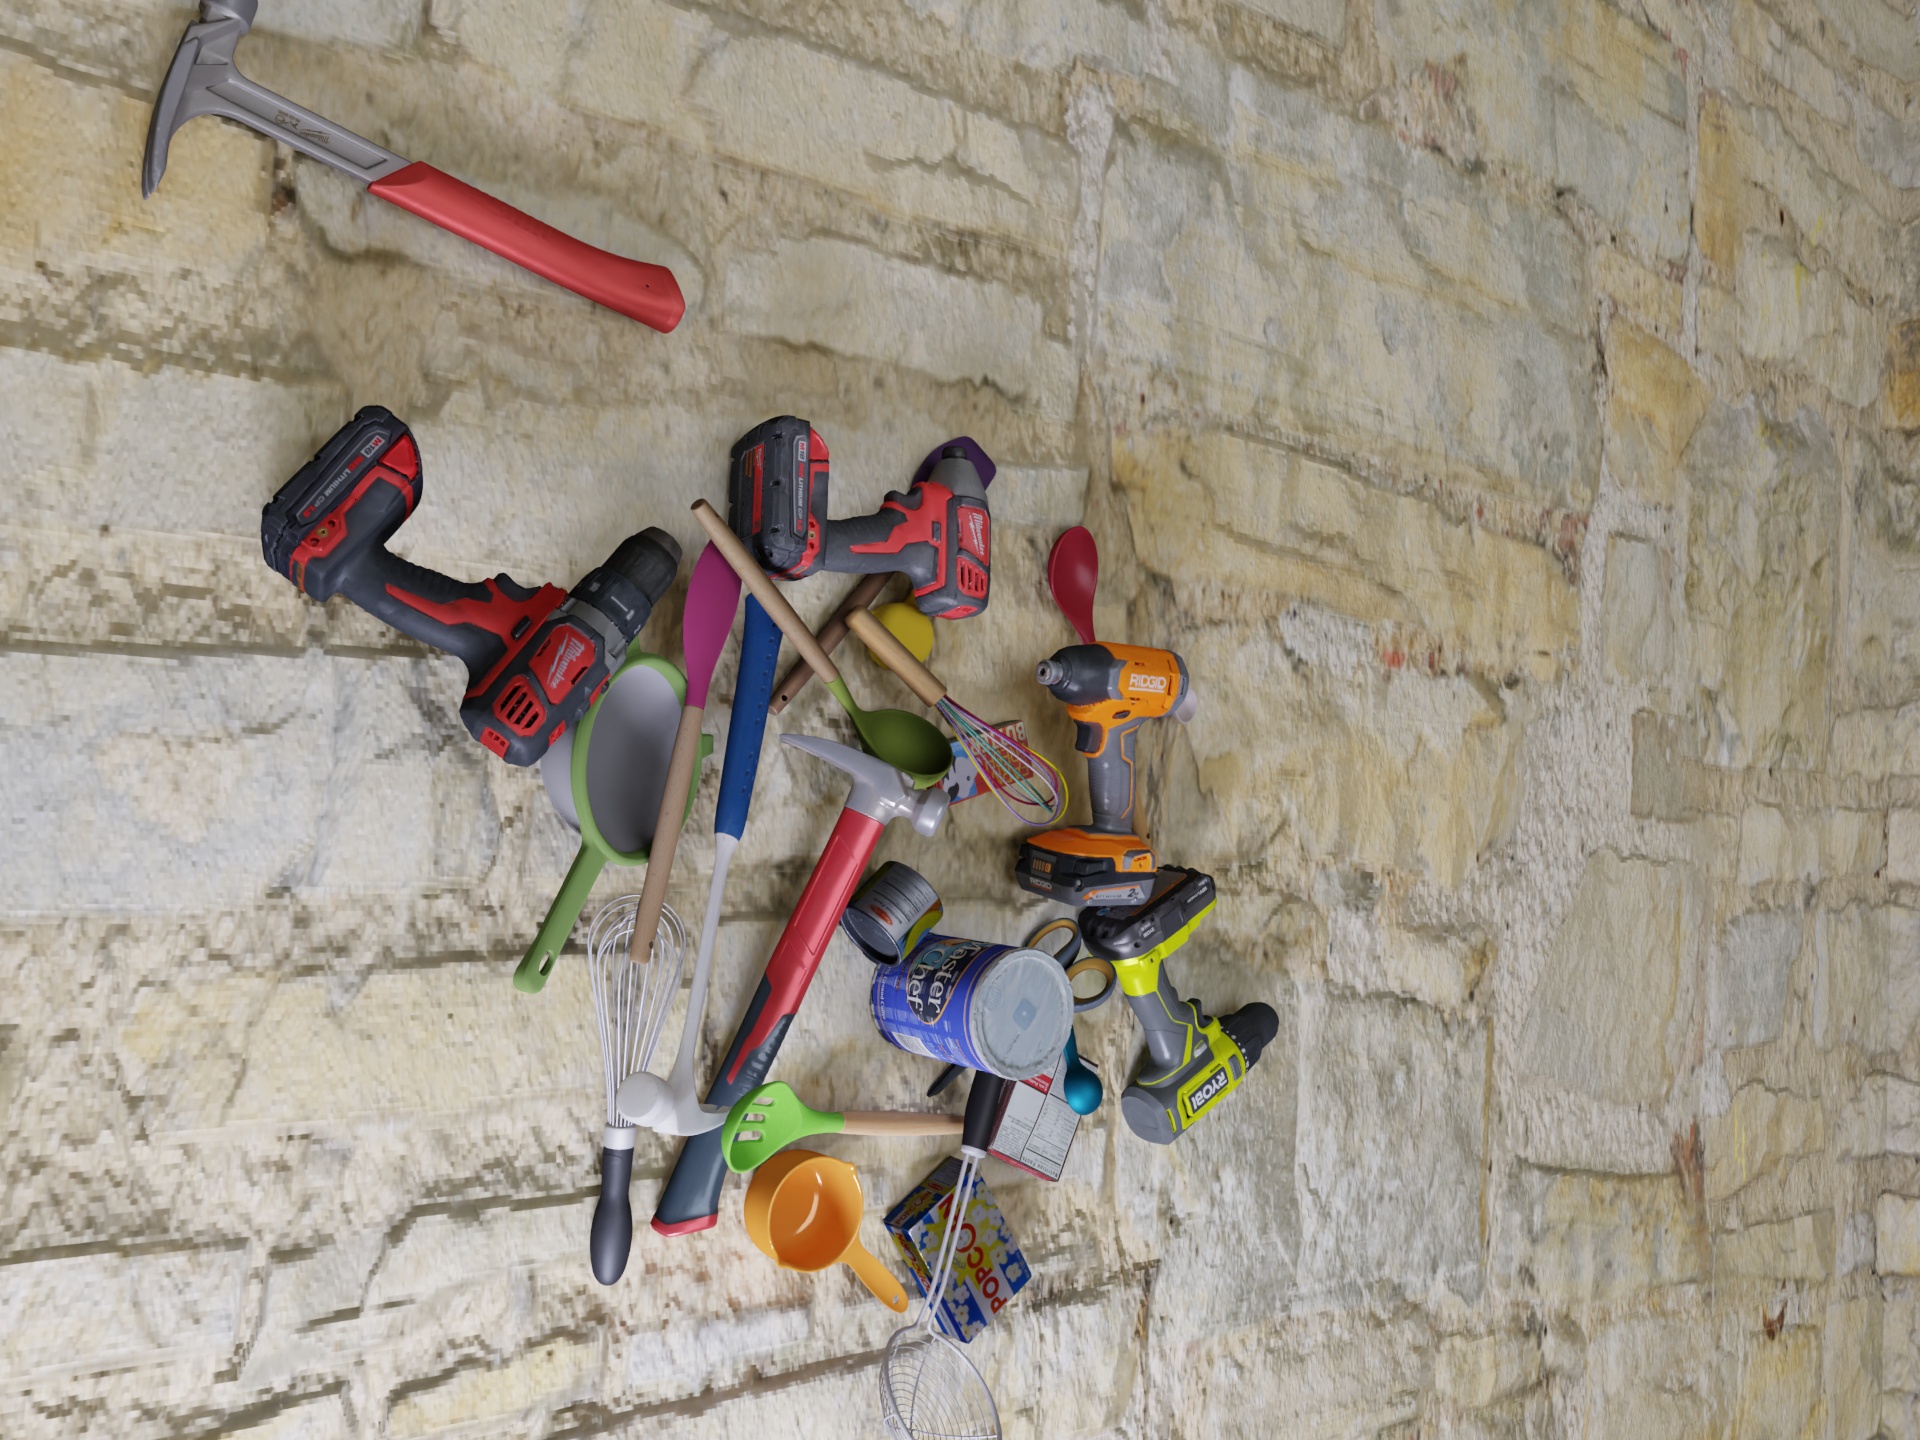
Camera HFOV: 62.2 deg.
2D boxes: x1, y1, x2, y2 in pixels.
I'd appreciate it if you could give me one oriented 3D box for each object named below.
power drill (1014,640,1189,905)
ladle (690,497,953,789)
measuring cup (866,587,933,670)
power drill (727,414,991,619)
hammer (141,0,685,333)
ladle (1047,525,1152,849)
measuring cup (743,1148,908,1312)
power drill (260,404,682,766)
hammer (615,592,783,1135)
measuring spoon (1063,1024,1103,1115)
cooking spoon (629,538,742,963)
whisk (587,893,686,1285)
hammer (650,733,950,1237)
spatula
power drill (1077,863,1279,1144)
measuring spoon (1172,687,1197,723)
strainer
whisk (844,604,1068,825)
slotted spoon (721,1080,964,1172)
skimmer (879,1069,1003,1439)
[{"bbox_3d":[0.114,0.043,1.386,0.164,0.084,0.226,5,95,-43],"label":"power drill"},{"bbox_3d":[-0.102,-0.056,1.219,0.319,0.062,0.078,54,17,-38],"label":"ladle"},{"bbox_3d":[-0.024,-0.109,1.337,0.062,0.029,0.156,44,66,-29],"label":"measuring cup"},{"bbox_3d":[-0.070,-0.165,1.263,0.219,0.078,0.143,8,78,-35],"label":"power drill"},{"bbox_3d":[-0.353,-0.345,1.083,0.358,0.037,0.149,21,77,-35],"label":"hammer"},{"bbox_3d":[0.132,-0.025,1.461,0.069,0.031,0.315,-29,108,-41],"label":"ladle"},{"bbox_3d":[-0.103,0.409,1.255,0.095,0.052,0.173,-50,119,-27],"label":"measuring cup"},{"bbox_3d":[-0.311,-0.102,1.035,0.226,0.080,0.188,38,65,-7],"label":"power drill"},{"bbox_3d":[-0.173,0.099,1.168,0.144,0.035,0.406,59,35,-64],"label":"hammer"},{"bbox_3d":[0.101,0.279,1.389,0.042,0.021,0.129,5,67,-47],"label":"measuring spoon"},{"bbox_3d":[-0.196,0.016,1.141,0.068,0.017,0.319,41,56,-64],"label":"cooking spoon"},{"bbox_3d":[-0.244,0.267,1.148,0.070,0.070,0.284,5,91,-38],"label":"whisk"},{"bbox_3d":[-0.151,0.201,1.212,0.143,0.038,0.386,25,80,3],"label":"hammer"},{"bbox_3d":[-0.067,-0.123,1.313,0.059,0.018,0.316,46,62,-20],"label":"spatula"},{"bbox_3d":[0.210,0.254,1.486,0.190,0.080,0.228,-30,110,-33],"label":"power drill"},{"bbox_3d":[0.180,-0.019,1.494,0.124,0.018,0.034,7,90,-45],"label":"measuring spoon"},{"bbox_3d":[-0.266,0.068,1.102,0.151,0.069,0.256,64,39,-50],"label":"strainer"},{"bbox_3d":[-0.001,-0.006,1.297,0.245,0.047,0.051,45,18,-12],"label":"whisk"},{"bbox_3d":[-0.081,0.315,1.240,0.313,0.031,0.070,20,90,-53],"label":"slotted spoon"},{"bbox_3d":[0.017,0.408,1.268,0.127,0.090,0.363,32,64,-39],"label":"skimmer"}]
